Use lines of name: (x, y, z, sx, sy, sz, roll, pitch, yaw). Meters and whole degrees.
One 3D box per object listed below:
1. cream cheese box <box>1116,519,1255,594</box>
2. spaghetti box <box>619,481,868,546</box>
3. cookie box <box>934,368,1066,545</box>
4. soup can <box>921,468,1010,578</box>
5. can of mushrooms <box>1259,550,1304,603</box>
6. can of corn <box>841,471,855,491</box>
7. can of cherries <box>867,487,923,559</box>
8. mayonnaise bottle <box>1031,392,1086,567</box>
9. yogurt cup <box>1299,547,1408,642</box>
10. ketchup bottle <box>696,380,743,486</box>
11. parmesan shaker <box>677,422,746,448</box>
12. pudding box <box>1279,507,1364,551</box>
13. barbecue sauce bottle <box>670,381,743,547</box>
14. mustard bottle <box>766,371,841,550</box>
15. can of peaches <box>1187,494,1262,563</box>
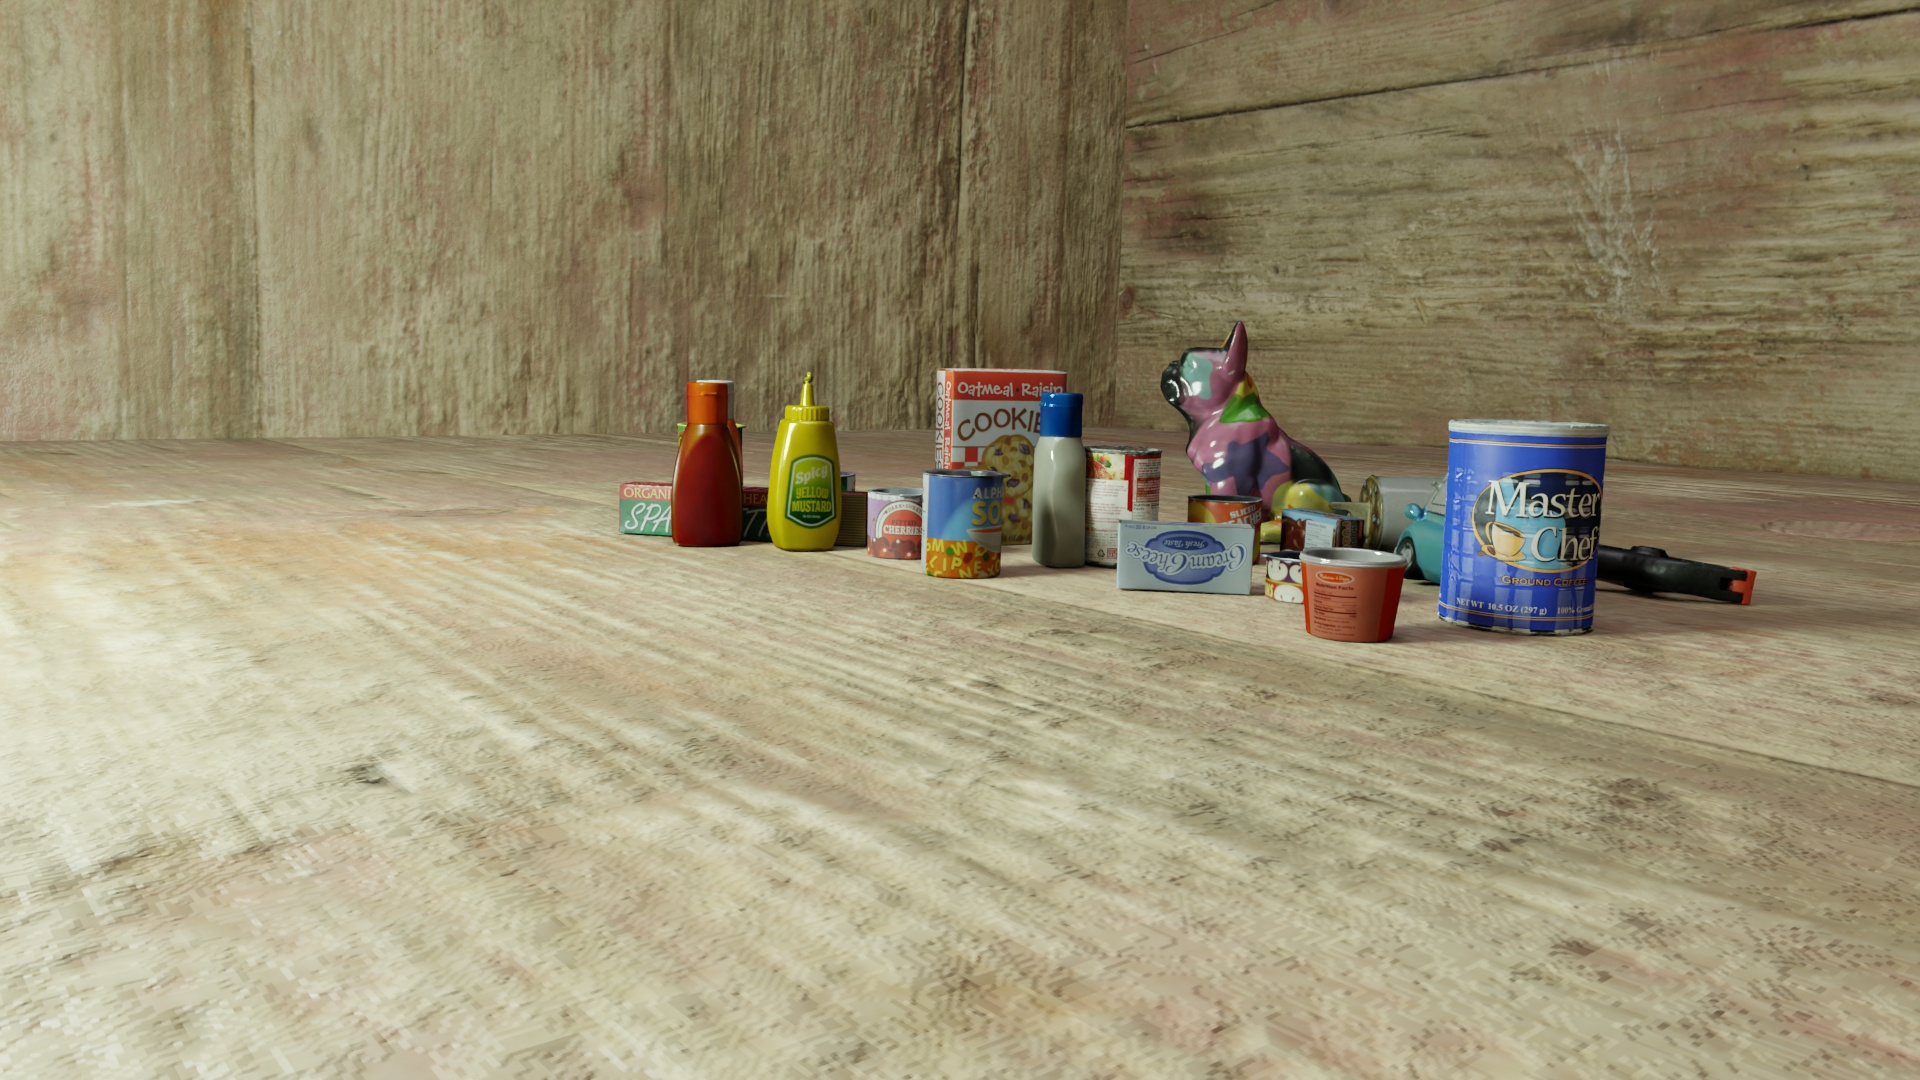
cream cheese box: (0.173, 0.013, 1.069, 0.104, 0.053, 0.024, 2, 7, 5)
spaghetti box: (-0.205, -0.026, 1.314, 0.250, 0.050, 0.029, 3, 7, 12)
cookie box: (0.037, -0.080, 1.326, 0.123, 0.167, 0.040, -2, 7, -26)
soup can: (0.004, -0.014, 1.128, 0.071, 0.083, 0.071, 1, 7, 0)
can of mushrooms: (0.262, 0.027, 1.051, 0.071, 0.033, 0.071, 1, 7, 0)
can of corn: (-0.142, -0.039, 1.403, 0.071, 0.058, 0.071, 1, 7, 0)
can of cherries: (-0.050, -0.015, 1.229, 0.071, 0.058, 0.071, 1, 7, 0)
mayonnaise bottle: (0.086, -0.053, 1.196, 0.041, 0.148, 0.065, 0, 7, -16)
yogurt cup: (0.254, 0.035, 0.904, 0.072, 0.054, 0.072, 1, 7, 0)
ketchup bottle: (-0.240, -0.082, 1.362, 0.043, 0.148, 0.064, -5, 9, -45)
parmesan shaker: (-0.256, -0.069, 1.432, 0.071, 0.103, 0.071, 1, 7, 0)
pudding box: (0.315, 0.000, 1.216, 0.030, 0.049, 0.084, -1, 7, -22)
barbecue sauce bottle: (-0.230, -0.069, 1.262, 0.065, 0.148, 0.043, -1, 7, -18)
mustard bottle: (-0.140, -0.071, 1.247, 0.065, 0.160, 0.049, -1, 7, -24)
can of peaches: (0.237, -0.010, 1.243, 0.071, 0.058, 0.071, 1, 7, 0)
